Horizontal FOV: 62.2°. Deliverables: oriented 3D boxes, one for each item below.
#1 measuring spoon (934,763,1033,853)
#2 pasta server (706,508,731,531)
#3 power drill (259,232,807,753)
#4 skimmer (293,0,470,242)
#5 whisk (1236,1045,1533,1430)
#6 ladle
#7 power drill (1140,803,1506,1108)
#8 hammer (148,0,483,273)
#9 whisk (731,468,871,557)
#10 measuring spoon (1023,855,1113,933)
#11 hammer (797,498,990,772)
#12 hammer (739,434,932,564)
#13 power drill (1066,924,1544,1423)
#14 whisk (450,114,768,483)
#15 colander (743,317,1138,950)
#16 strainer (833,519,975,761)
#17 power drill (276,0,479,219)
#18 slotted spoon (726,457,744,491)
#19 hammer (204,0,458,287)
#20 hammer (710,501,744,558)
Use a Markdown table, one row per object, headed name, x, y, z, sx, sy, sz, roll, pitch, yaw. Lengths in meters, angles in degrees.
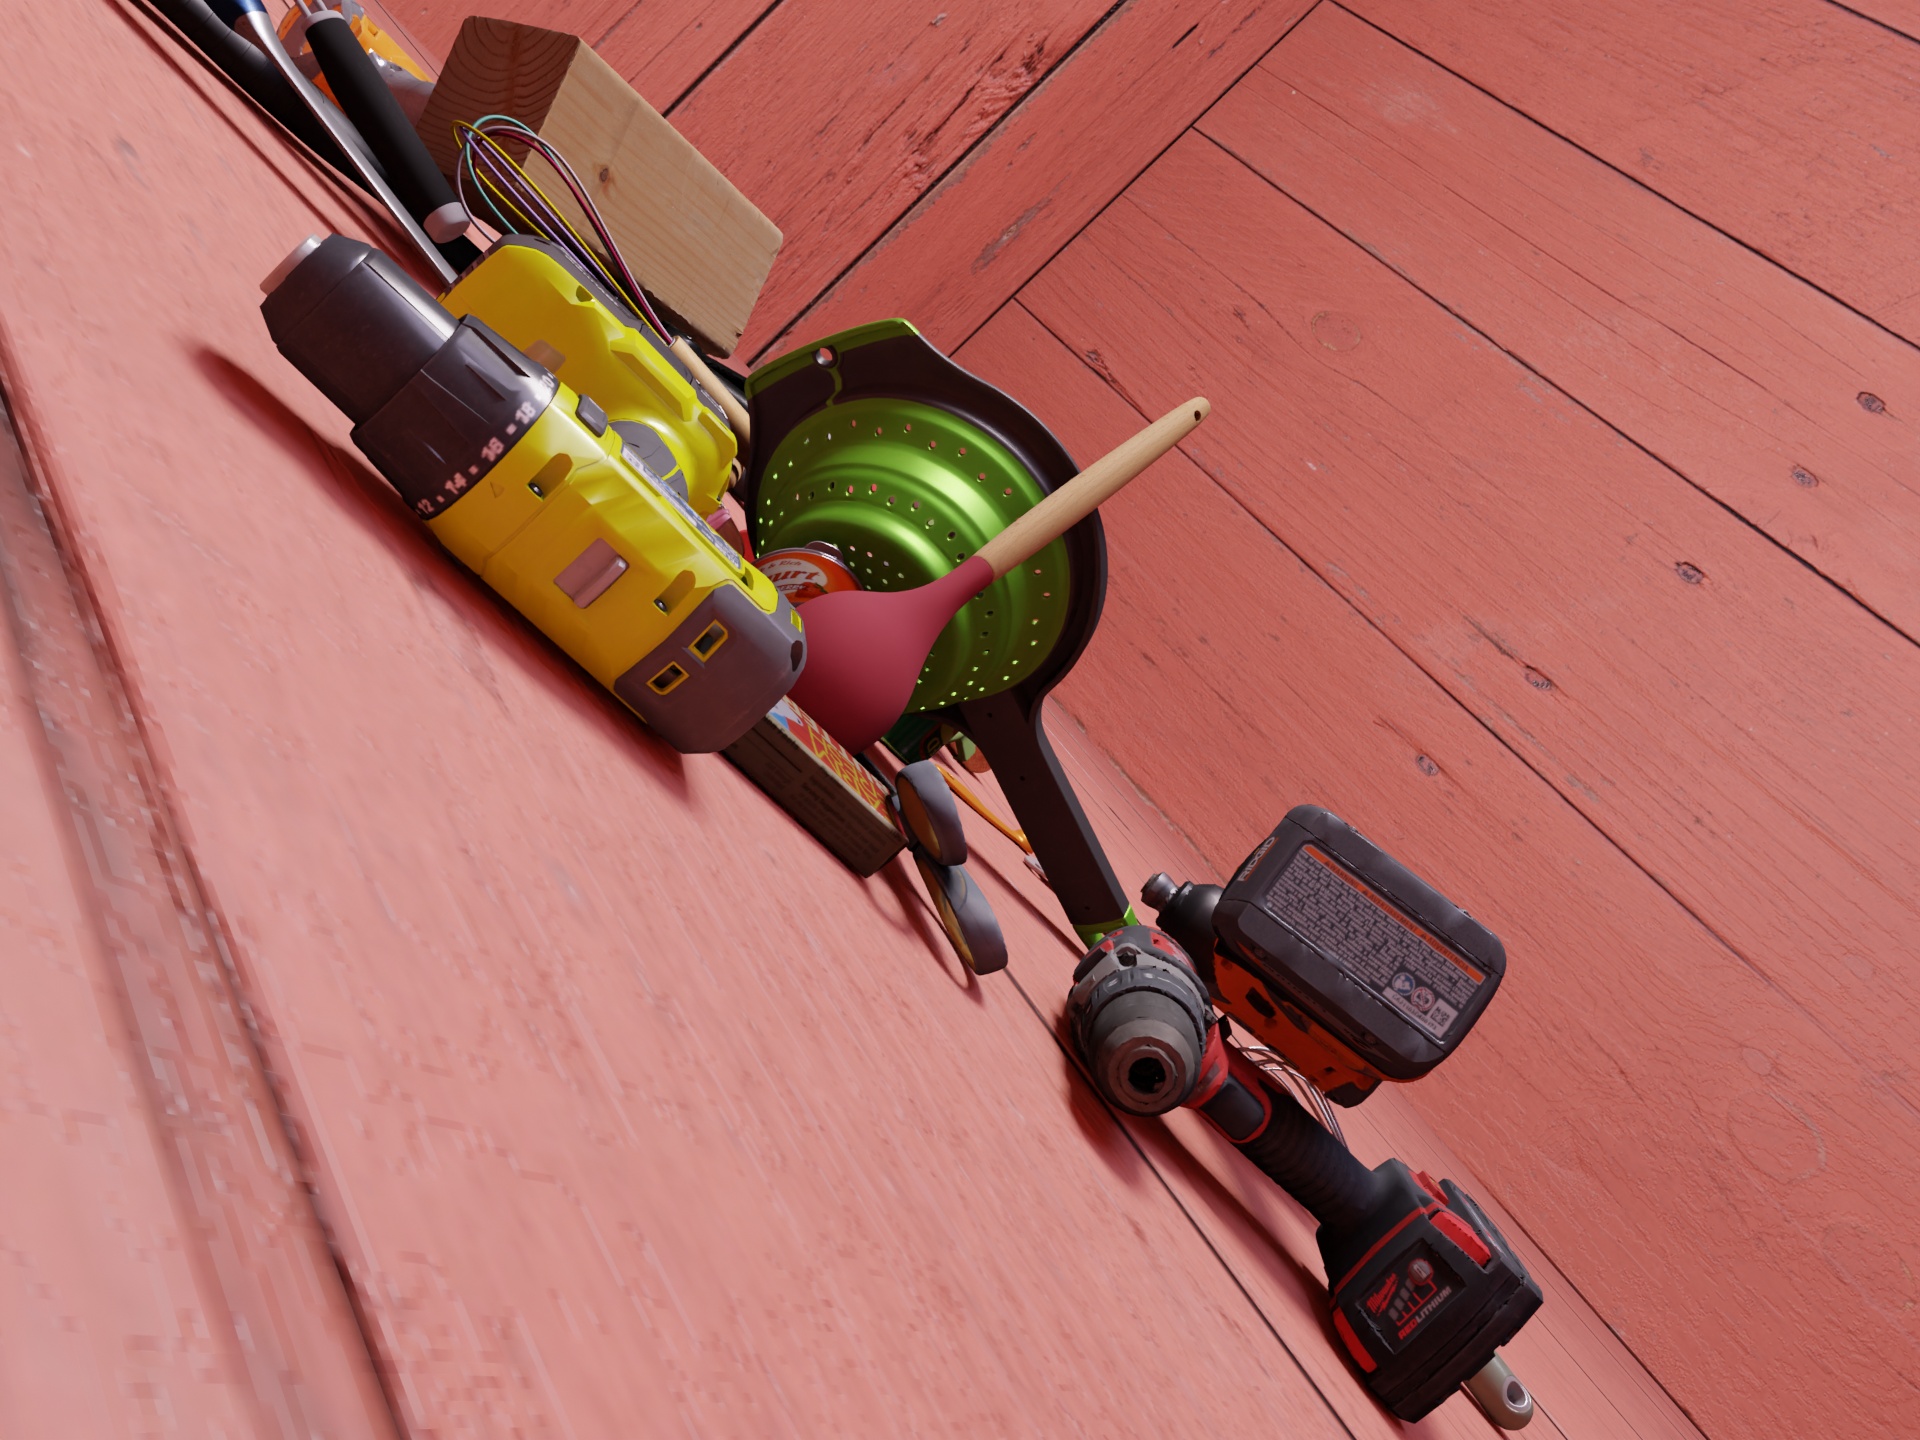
| name | x | y | z | sx | sy | sz | roll | pitch | yaw |
| --- | --- | --- | --- | --- | --- | --- | --- | --- | --- |
| measuring spoon | 0.018 | 0.056 | 1.033 | 0.116 | 0.011 | 0.021 | 42 | 7 | -43 |
| pasta server | -0.170 | -0.157 | 0.863 | 0.060 | 0.040 | 0.316 | 33 | 16 | -26 |
| power drill | -0.146 | -0.102 | 0.562 | 0.190 | 0.080 | 0.229 | 45 | 8 | -25 |
| skimmer | -0.339 | -0.410 | 0.776 | 0.090 | 0.127 | 0.363 | -27 | -84 | 52 |
| whisk | 0.227 | 0.282 | 0.876 | 0.058 | 0.059 | 0.246 | -27 | 73 | -39 |
| ladle | 0.025 | -0.079 | 0.725 | 0.031 | 0.315 | 0.069 | 2 | -57 | 47 |
| power drill | 0.166 | 0.117 | 0.798 | 0.164 | 0.084 | 0.226 | 38 | -13 | 11 |
| hammer | -0.319 | -0.297 | 0.853 | 0.330 | 0.033 | 0.128 | 42 | 8 | -42 |
| whisk | -0.107 | -0.127 | 1.197 | 0.285 | 0.070 | 0.070 | 44 | 3 | 36 |
| measuring spoon | 0.078 | 0.119 | 1.058 | 0.124 | 0.018 | 0.034 | 34 | 12 | -40 |
| hammer | -0.053 | -0.064 | 1.260 | 0.129 | 0.031 | 0.332 | 41 | 8 | -44 |
| hammer | -0.079 | -0.140 | 1.120 | 0.143 | 0.038 | 0.386 | 25 | 18 | -2 |
| power drill | 0.135 | 0.185 | 0.680 | 0.227 | 0.080 | 0.188 | 44 | 5 | 3 |
| whisk | -0.168 | -0.208 | 0.817 | 0.244 | 0.047 | 0.051 | 47 | 45 | -27 |
| colander | -0.001 | -0.003 | 0.828 | 0.396 | 0.204 | 0.094 | 63 | 34 | -22 |
| strainer | -0.056 | -0.074 | 1.010 | 0.069 | 0.151 | 0.256 | 5 | -12 | 30 |
| power drill | -0.314 | -0.366 | 1.028 | 0.226 | 0.084 | 0.185 | 34 | -4 | 30 |
| slotted spoon | -0.140 | -0.168 | 0.993 | 0.070 | 0.031 | 0.314 | 48 | 6 | -15 |
| hammer | -0.318 | -0.311 | 0.725 | 0.405 | 0.035 | 0.144 | 53 | 5 | -8 |
| hammer | -0.174 | -0.165 | 1.019 | 0.146 | 0.038 | 0.411 | 46 | 6 | -28 |
